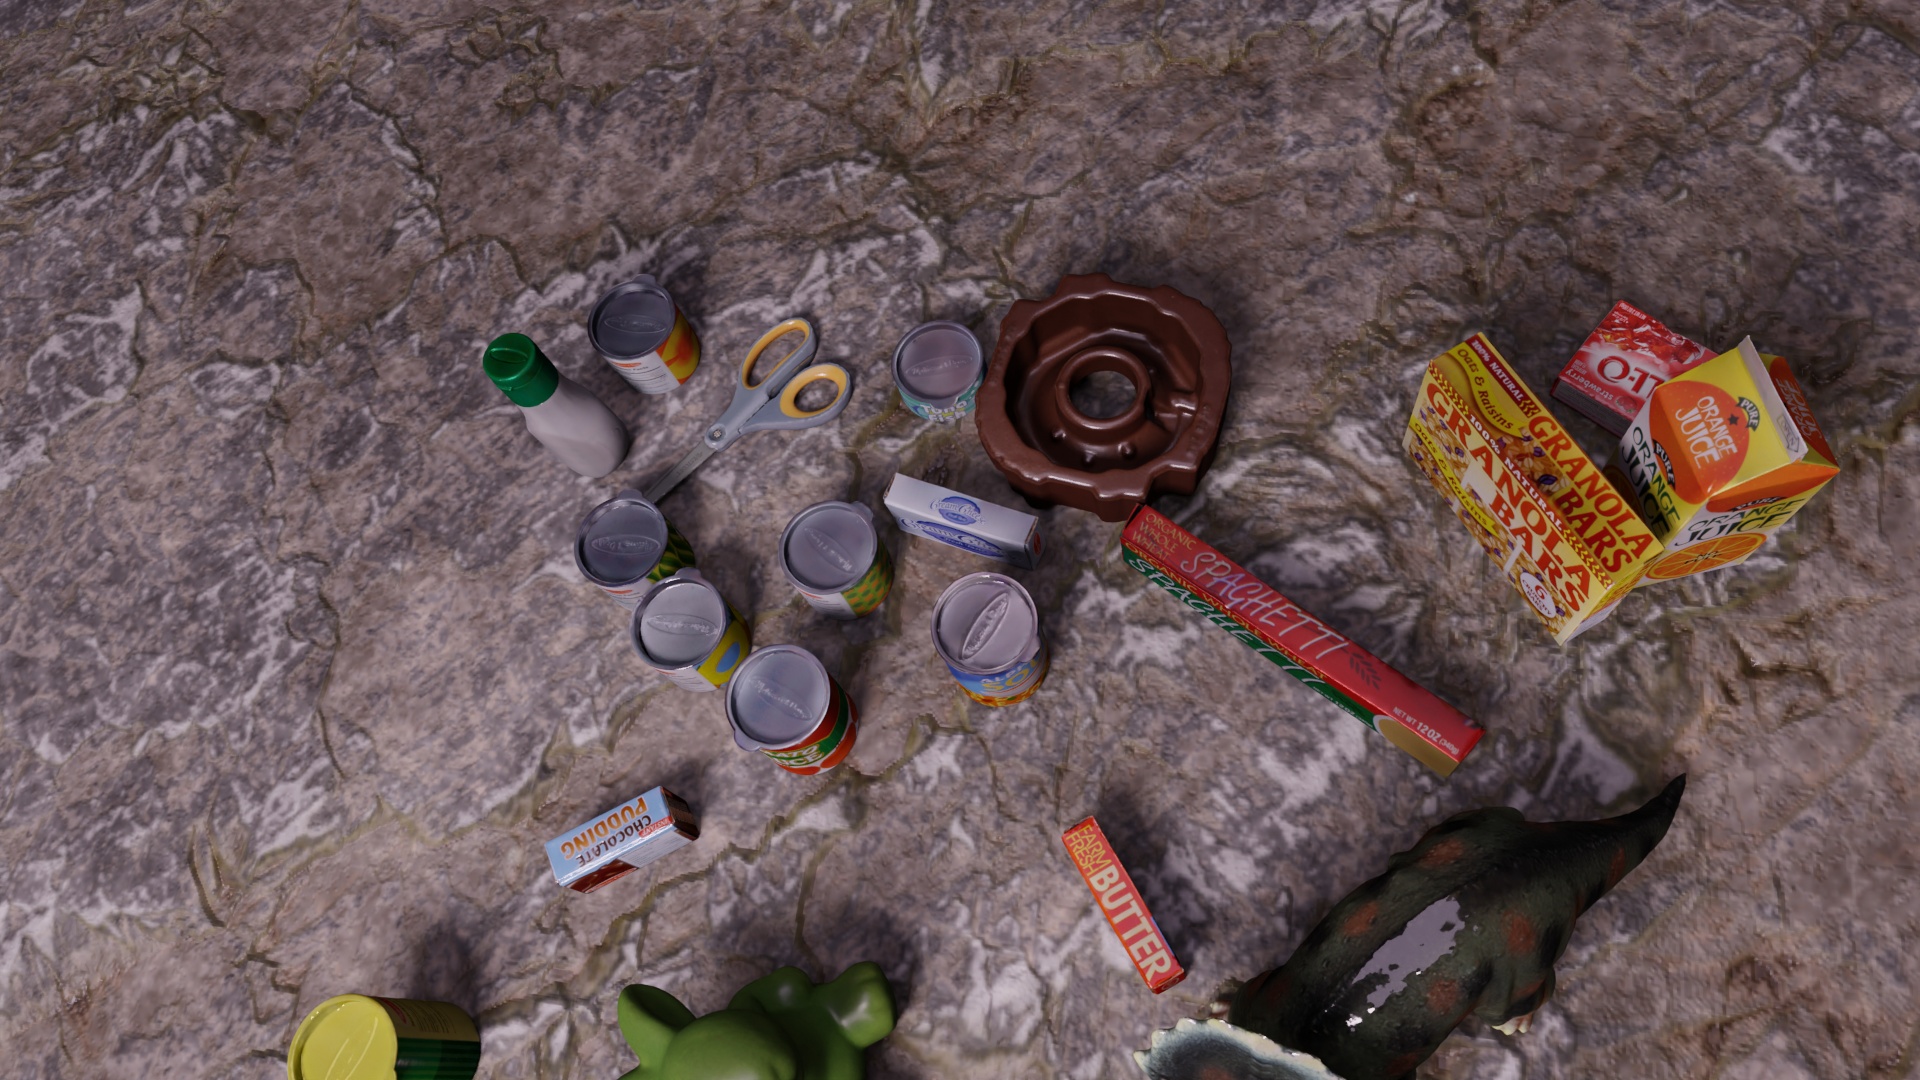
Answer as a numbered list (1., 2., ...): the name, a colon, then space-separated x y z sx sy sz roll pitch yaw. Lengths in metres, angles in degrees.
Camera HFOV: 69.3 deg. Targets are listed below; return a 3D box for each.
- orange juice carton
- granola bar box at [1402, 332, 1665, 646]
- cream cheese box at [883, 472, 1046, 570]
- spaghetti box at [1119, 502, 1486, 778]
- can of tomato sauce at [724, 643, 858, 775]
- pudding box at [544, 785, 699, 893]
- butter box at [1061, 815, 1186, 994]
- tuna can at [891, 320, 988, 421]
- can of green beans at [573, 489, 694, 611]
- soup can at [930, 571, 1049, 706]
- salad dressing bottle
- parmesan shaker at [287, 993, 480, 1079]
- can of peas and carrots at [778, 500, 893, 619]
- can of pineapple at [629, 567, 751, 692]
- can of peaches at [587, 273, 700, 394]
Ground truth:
1. orange juice carton: 0.430 -0.042 0.793 0.073 0.192 0.072 -13 67 4
2. granola bar box: 0.340 -0.029 0.840 0.039 0.124 0.166 -30 67 -3
3. cream cheese box: 0.003 -0.012 0.928 0.104 0.053 0.024 18 73 16
4. spaghetti box: 0.206 0.060 0.868 0.250 0.050 0.029 35 78 20
5. can of tomato sauce: -0.106 0.111 0.882 0.071 0.083 0.071 -3 68 8
6. pudding box: -0.216 0.192 0.886 0.084 0.049 0.030 -27 67 -2
7. butter box: 0.096 0.216 0.822 0.024 0.053 0.104 -30 67 -3
8. tuna can: -0.013 -0.118 0.984 0.071 0.032 0.071 -3 68 8
9. can of green beans: -0.223 0.010 0.955 0.071 0.057 0.071 -3 68 8
10. soup can: 0.023 0.066 0.878 0.071 0.083 0.071 -3 68 8
11. salad dressing bottle: -0.278 -0.092 0.956 0.064 0.147 0.044 12 72 14
12. parmesan shaker: -0.340 0.310 0.831 0.071 0.102 0.071 -3 68 8
13. can of peas and carrots: -0.080 0.012 0.930 0.071 0.058 0.071 -3 68 8
14. can of pineapple: -0.178 0.061 0.927 0.071 0.057 0.071 -3 68 8
15. can of peaches: -0.230 -0.150 1.020 0.071 0.058 0.071 -3 68 8
